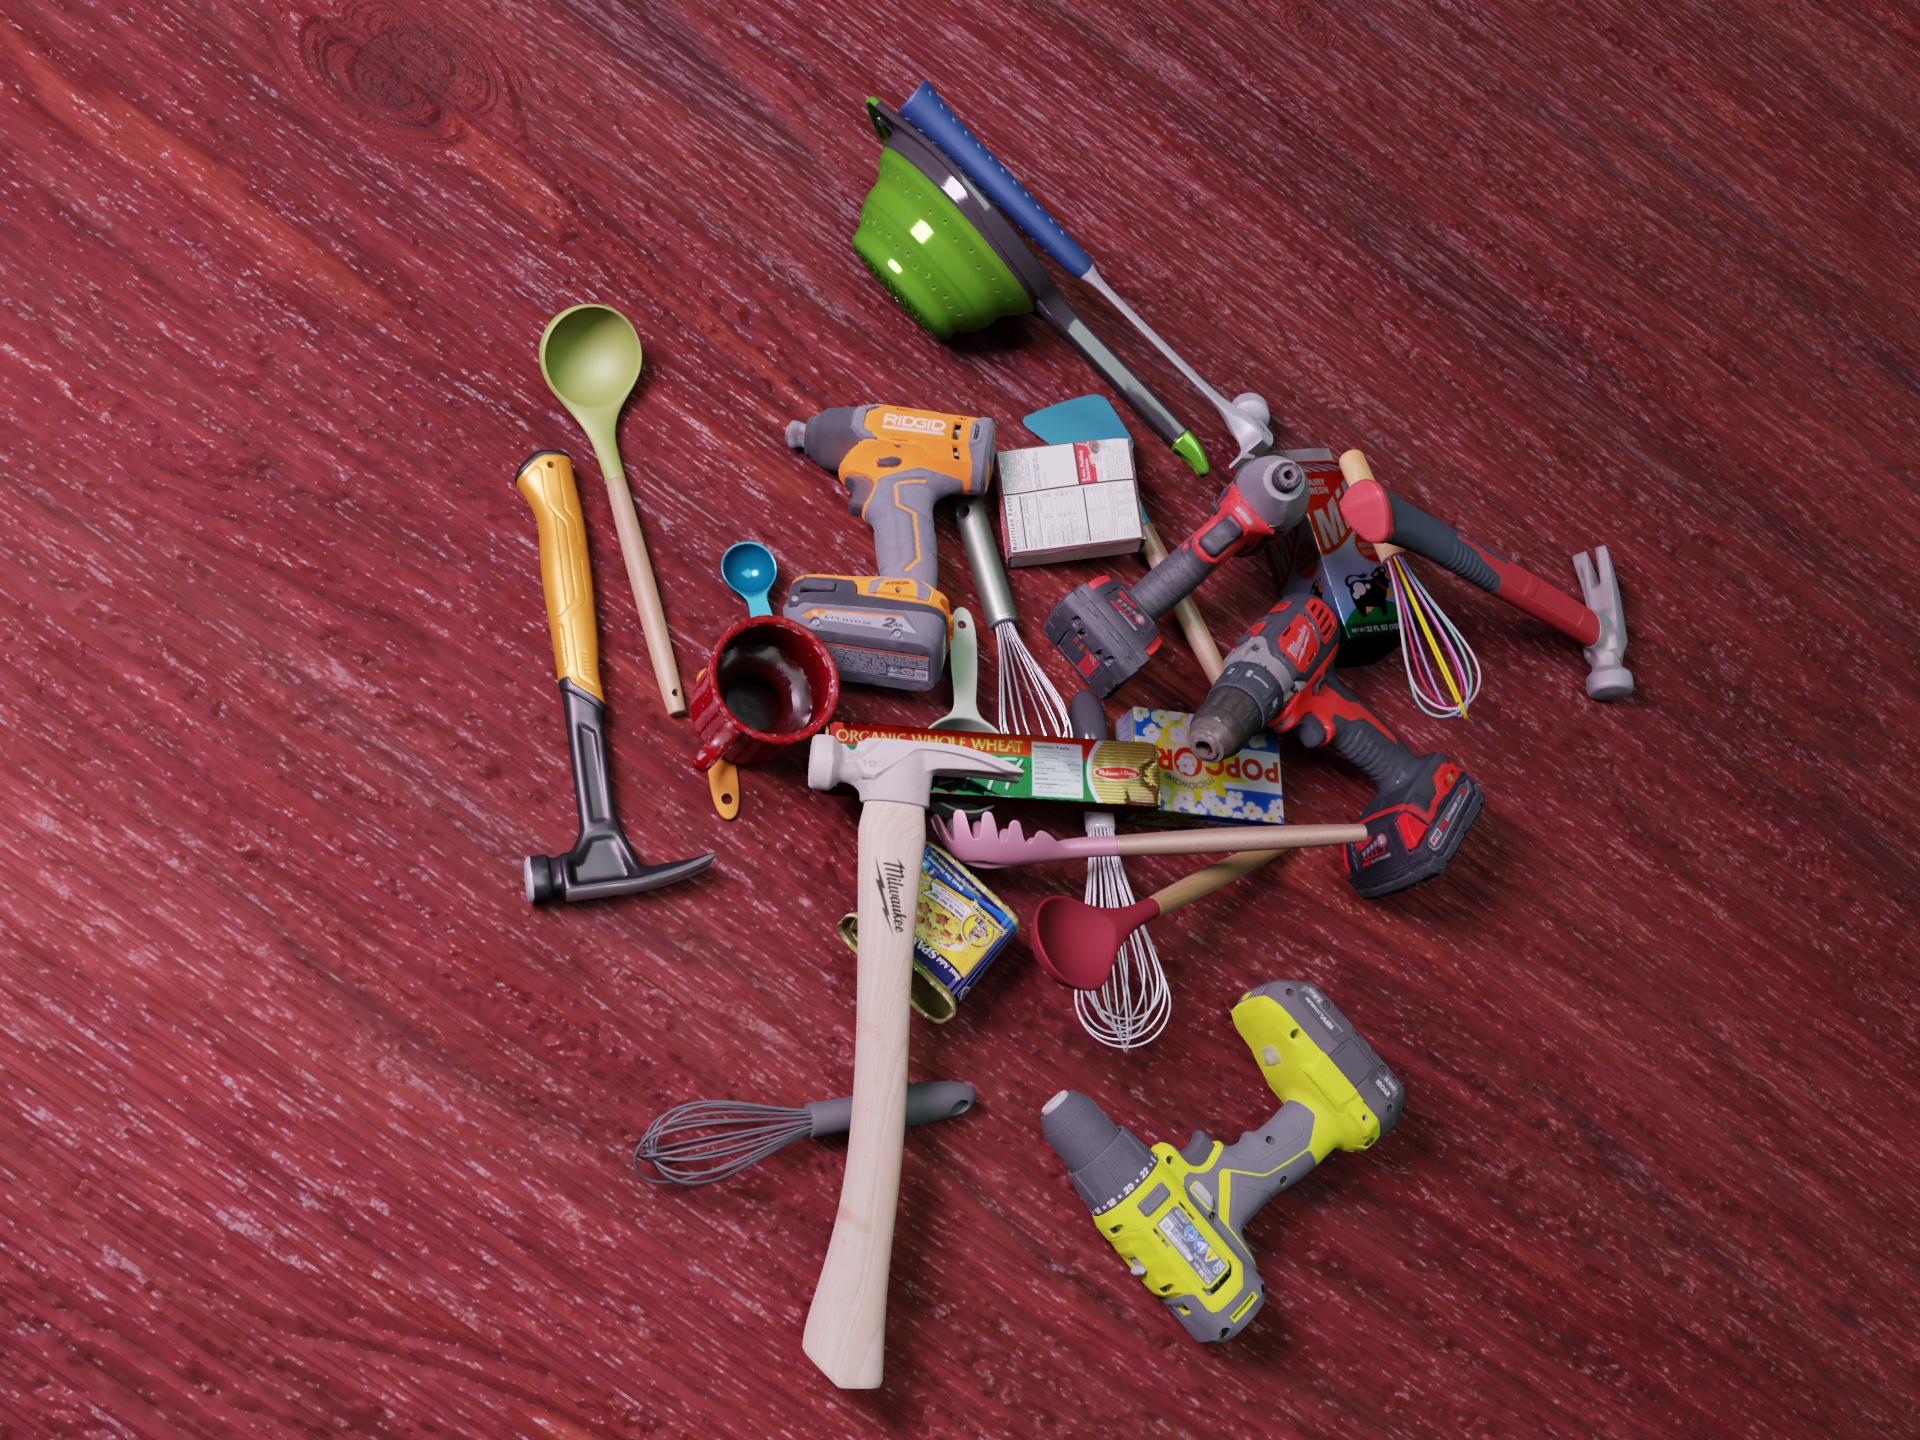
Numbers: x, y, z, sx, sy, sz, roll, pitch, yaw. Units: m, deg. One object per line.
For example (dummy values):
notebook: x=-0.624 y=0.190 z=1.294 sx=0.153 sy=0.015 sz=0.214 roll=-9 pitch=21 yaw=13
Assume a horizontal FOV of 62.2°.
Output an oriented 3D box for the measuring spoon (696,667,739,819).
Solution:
measuring spoon: x=-0.174 y=0.015 z=1.146 sx=0.021 sy=0.011 sz=0.117 roll=-4 pitch=70 yaw=-19

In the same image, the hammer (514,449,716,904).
hammer: x=-0.263 y=-0.040 z=1.127 sx=0.127 sy=0.034 sz=0.337 roll=-6 pitch=71 yaw=-19

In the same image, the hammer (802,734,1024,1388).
hammer: x=-0.042 y=0.213 z=1.034 sx=0.146 sy=0.038 sz=0.411 roll=5 pitch=74 yaw=-5

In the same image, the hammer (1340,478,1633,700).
hammer: x=0.438 y=-0.132 z=1.303 sx=0.386 sy=0.038 sz=0.143 roll=19 pitch=62 yaw=-38

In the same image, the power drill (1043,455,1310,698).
power drill: x=0.174 y=-0.119 z=1.215 sx=0.219 sy=0.143 sz=0.078 roll=-40 pitch=87 yaw=-8

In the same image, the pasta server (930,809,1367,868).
pasta server: x=0.137 y=0.081 z=1.142 sx=0.316 sy=0.060 sz=0.040 roll=-2 pitch=80 yaw=-6

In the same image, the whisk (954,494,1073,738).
whisk: x=0.036 y=-0.068 z=1.234 sx=0.059 sy=0.058 sz=0.246 roll=11 pitch=57 yaw=-52

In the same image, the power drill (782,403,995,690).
power drill: x=-0.068 y=-0.143 z=1.202 sx=0.164 sy=0.084 sz=0.227 roll=8 pitch=61 yaw=4

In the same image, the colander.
colander: x=0.037 y=-0.318 z=1.281 sx=0.094 sy=0.204 sz=0.397 roll=-44 pitch=89 yaw=5

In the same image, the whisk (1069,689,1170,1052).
whisk: x=0.107 y=0.105 z=1.181 sx=0.070 sy=0.070 sz=0.285 roll=4 pitch=63 yaw=-17

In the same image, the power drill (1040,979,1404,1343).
power drill: x=0.183 y=0.288 z=1.118 sx=0.228 sy=0.080 sz=0.190 roll=-38 pitch=84 yaw=-24

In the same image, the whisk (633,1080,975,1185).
whisk: x=-0.099 y=0.268 z=1.053 sx=0.239 sy=0.055 sz=0.055 roll=-3 pitch=70 yaw=-24

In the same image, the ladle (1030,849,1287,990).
ladle: x=0.154 y=0.126 z=1.148 sx=0.315 sy=0.031 sz=0.069 roll=-17 pitch=75 yaw=-44

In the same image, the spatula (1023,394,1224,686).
spatula: x=0.158 y=-0.133 z=1.309 sx=0.082 sy=0.044 sz=0.317 roll=-23 pitch=82 yaw=-24

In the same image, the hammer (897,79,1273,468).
hammer: x=0.109 y=-0.354 z=1.281 sx=0.405 sy=0.035 sz=0.144 roll=41 pitch=26 yaw=-15

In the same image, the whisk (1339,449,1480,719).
whisk: x=0.355 y=-0.109 z=1.273 sx=0.047 sy=0.051 sz=0.245 roll=3 pitch=61 yaw=-43

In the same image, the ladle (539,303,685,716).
ladle: x=-0.244 y=-0.158 z=1.170 sx=0.078 sy=0.062 sz=0.320 roll=-9 pitch=75 yaw=-30

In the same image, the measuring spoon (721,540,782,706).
measuring spoon: x=-0.149 y=-0.070 z=1.190 sx=0.042 sy=0.021 sz=0.129 roll=-12 pitch=82 yaw=-19

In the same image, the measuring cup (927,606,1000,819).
measuring cup: x=-0.002 y=-0.004 z=1.197 sx=0.083 sy=0.038 sz=0.168 roll=6 pitch=65 yaw=-16

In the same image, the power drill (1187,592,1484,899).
power drill: x=0.280 y=0.029 z=1.217 sx=0.226 sy=0.080 sz=0.188 roll=49 pitch=51 yaw=-5
